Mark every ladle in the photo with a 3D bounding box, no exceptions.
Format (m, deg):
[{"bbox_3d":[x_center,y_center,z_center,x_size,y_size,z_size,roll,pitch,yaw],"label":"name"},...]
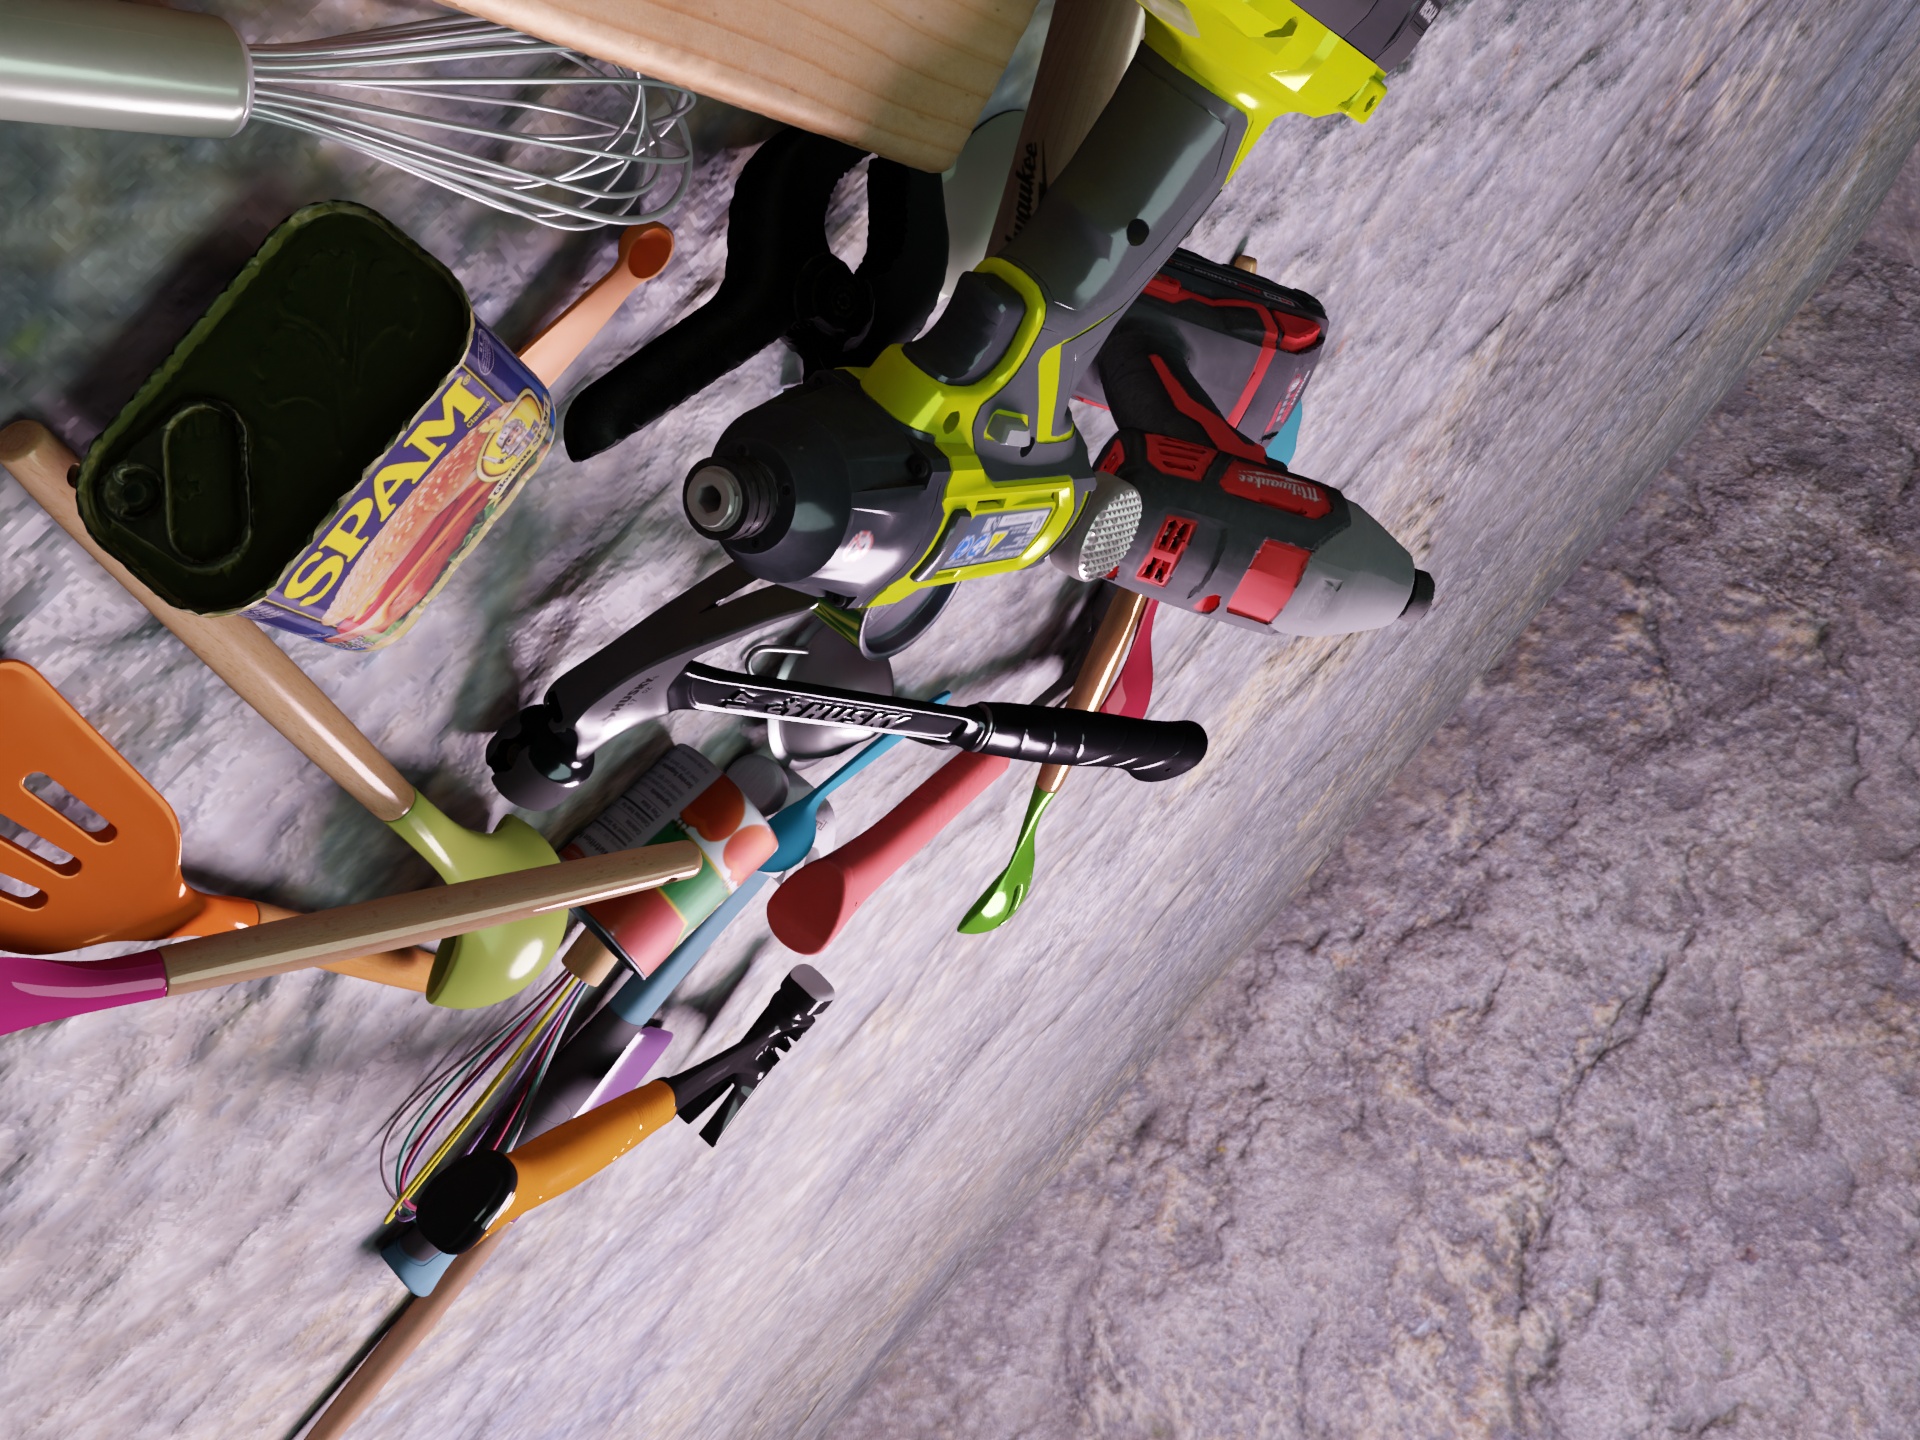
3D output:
[{"bbox_3d":[-0.204,0.012,0.509,0.319,0.062,0.078,71,29,-58],"label":"ladle"},{"bbox_3d":[0.121,-0.110,0.916,0.069,0.031,0.315,-38,147,-56],"label":"ladle"}]

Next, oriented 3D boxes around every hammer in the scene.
[{"bbox_3d":[-0.001,-0.002,0.714,0.149,0.036,0.408,-36,155,30],"label":"hammer"},{"bbox_3d":[0.046,-0.256,0.500,0.038,0.146,0.410,-21,135,-51],"label":"hammer"},{"bbox_3d":[-0.167,0.204,0.808,0.127,0.034,0.337,-51,168,11],"label":"hammer"},{"bbox_3d":[-0.181,0.160,0.815,0.331,0.033,0.128,-50,159,-1],"label":"hammer"},{"bbox_3d":[0.003,0.036,0.907,0.359,0.037,0.149,-39,158,-52],"label":"hammer"}]

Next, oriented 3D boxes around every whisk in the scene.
[{"bbox_3d":[-0.153,-0.140,0.346,0.058,0.059,0.246,-18,179,41],"label":"whisk"},{"bbox_3d":[-0.191,0.137,0.743,0.245,0.051,0.047,-53,154,-2],"label":"whisk"}]

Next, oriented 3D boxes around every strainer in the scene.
[{"bbox_3d":[-0.038,-0.005,0.825,0.087,0.050,0.258,-66,162,1],"label":"strainer"}]

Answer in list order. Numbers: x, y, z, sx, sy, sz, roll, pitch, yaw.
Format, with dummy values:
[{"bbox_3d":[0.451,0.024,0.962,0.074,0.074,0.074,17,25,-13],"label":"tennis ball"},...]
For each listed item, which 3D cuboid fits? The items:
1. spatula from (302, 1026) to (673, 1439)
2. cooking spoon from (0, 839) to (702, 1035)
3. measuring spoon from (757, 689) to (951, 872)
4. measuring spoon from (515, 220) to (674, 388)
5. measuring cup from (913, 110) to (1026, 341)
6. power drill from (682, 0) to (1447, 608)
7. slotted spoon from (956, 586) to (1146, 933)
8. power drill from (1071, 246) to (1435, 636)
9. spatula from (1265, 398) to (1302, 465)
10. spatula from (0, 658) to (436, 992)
[{"bbox_3d":[-0.269,0.293,0.880,0.316,0.018,0.059,-51,157,-2],"label":"spatula"},{"bbox_3d":[-0.218,0.072,0.489,0.318,0.017,0.068,-10,158,-40],"label":"cooking spoon"},{"bbox_3d":[-0.050,0.032,0.761,0.128,0.021,0.042,-39,167,-5],"label":"measuring spoon"},{"bbox_3d":[-0.132,-0.111,0.488,0.117,0.011,0.021,-46,160,-2],"label":"measuring spoon"},{"bbox_3d":[-0.003,-0.157,0.630,0.167,0.038,0.083,-57,159,11],"label":"measuring cup"},{"bbox_3d":[0.023,-0.129,0.425,0.223,0.080,0.171,-55,162,25],"label":"power drill"},{"bbox_3d":[0.059,0.021,0.939,0.070,0.031,0.313,-49,165,-51],"label":"slotted spoon"},{"bbox_3d":[0.115,-0.116,0.673,0.220,0.143,0.078,-91,-159,-52],"label":"power drill"},{"bbox_3d":[0.207,-0.167,1.079,0.082,0.044,0.317,-52,164,2],"label":"spatula"},{"bbox_3d":[-0.240,0.066,0.548,0.081,0.041,0.322,-46,163,-7],"label":"spatula"}]
